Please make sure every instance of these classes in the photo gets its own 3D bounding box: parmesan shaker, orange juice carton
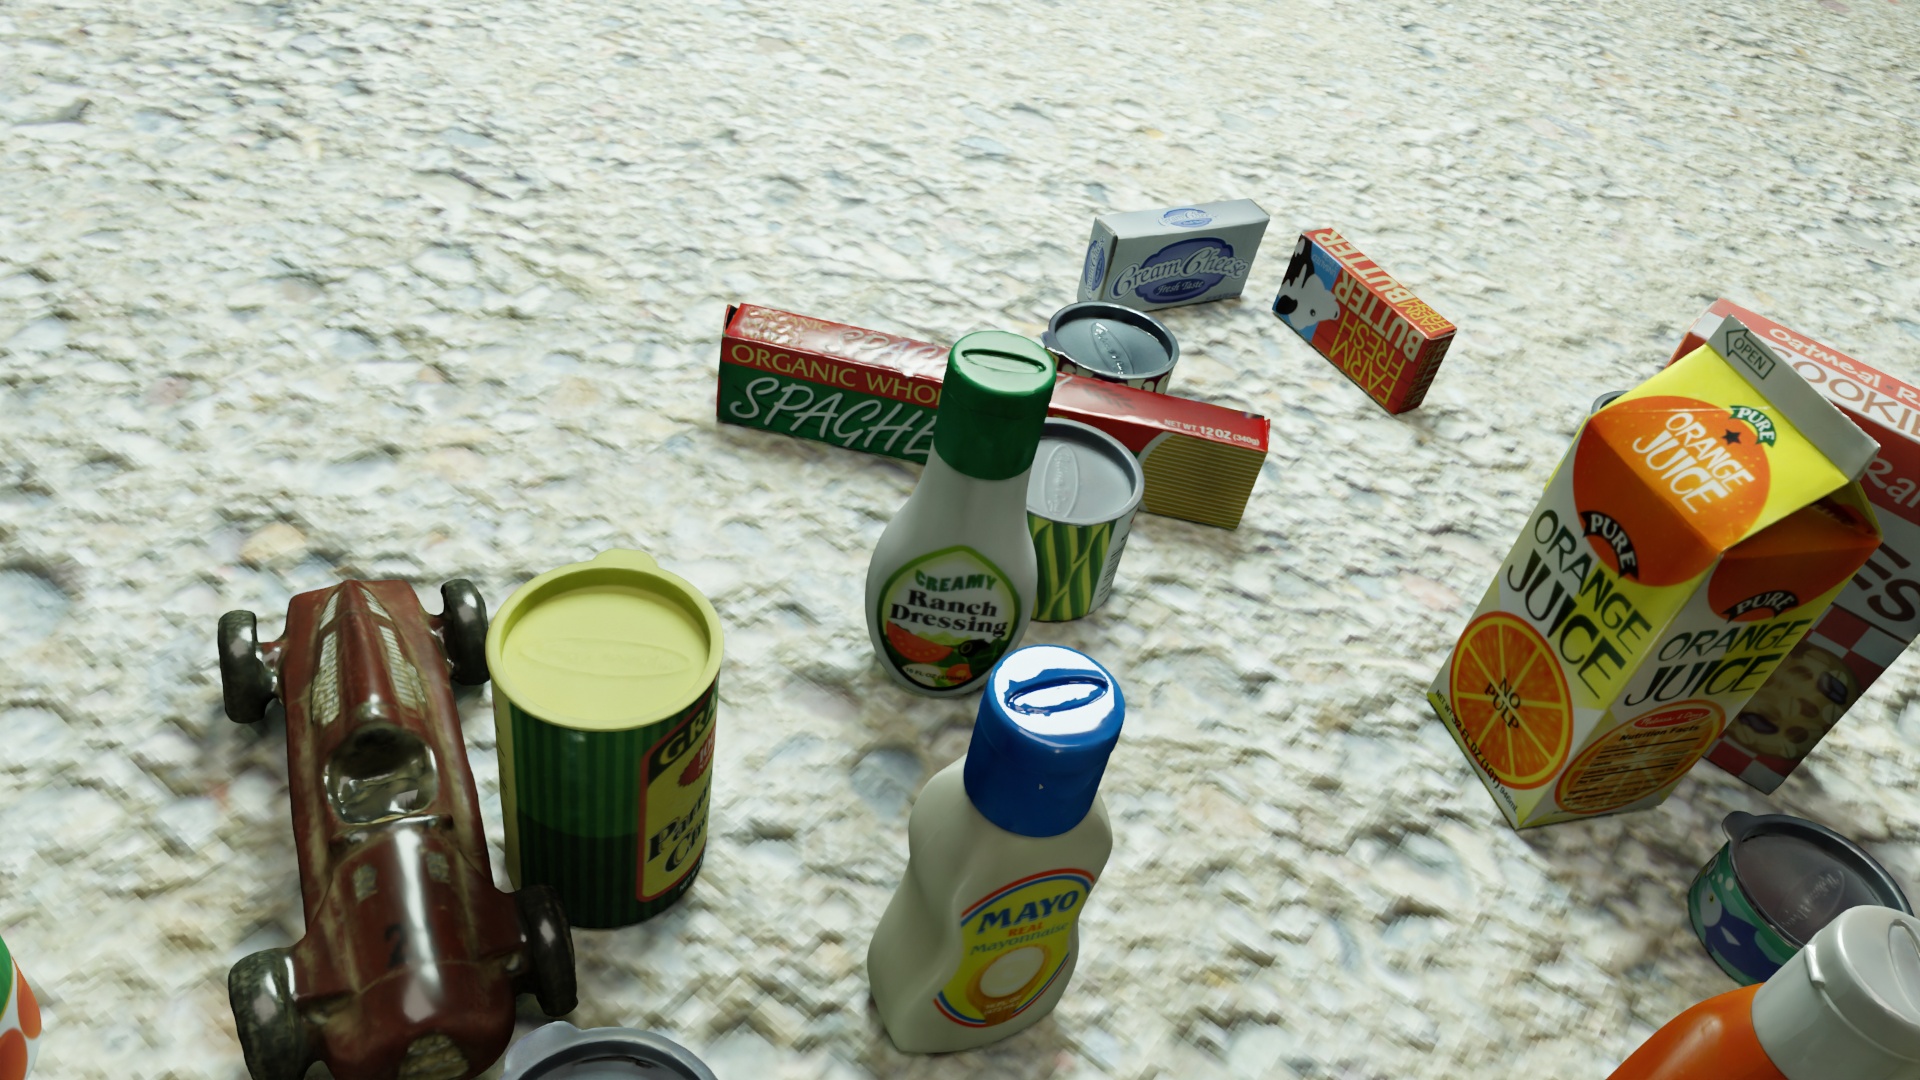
[{"bbox_3d":[-0.109,0.063,0.433,0.071,0.102,0.072,7,42,-6],"label":"parmesan shaker"},{"bbox_3d":[0.252,0.017,0.504,0.073,0.191,0.072,-5,45,-18],"label":"orange juice carton"}]

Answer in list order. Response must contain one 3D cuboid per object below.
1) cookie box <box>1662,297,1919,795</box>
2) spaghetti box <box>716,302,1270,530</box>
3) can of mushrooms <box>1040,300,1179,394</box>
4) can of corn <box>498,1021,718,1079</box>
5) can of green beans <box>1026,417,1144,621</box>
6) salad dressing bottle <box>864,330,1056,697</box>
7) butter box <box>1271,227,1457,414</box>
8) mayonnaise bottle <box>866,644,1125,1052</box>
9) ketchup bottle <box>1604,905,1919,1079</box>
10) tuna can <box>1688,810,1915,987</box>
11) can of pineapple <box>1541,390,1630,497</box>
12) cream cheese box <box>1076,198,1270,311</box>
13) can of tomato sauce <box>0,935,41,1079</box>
[{"bbox_3d":[0.311,0.005,0.550,0.123,0.166,0.040,35,46,23],"label":"cookie box"},{"bbox_3d":[0.012,-0.056,0.631,0.250,0.049,0.029,12,42,-1],"label":"spaghetti box"},{"bbox_3d":[0.071,-0.088,0.693,0.071,0.033,0.071,7,42,-6],"label":"can of mushrooms"},{"bbox_3d":[-0.093,0.168,0.357,0.071,0.058,0.071,7,42,-6],"label":"can of corn"},{"bbox_3d":[0.038,-0.009,0.580,0.071,0.057,0.071,7,42,-6],"label":"can of green beans"},{"bbox_3d":[0.002,-0.006,0.502,0.064,0.146,0.044,10,42,-3],"label":"salad dressing bottle"},{"bbox_3d":[0.215,-0.119,0.746,0.024,0.052,0.104,-16,49,-28],"label":"butter box"},{"bbox_3d":[0.012,0.092,0.398,0.065,0.147,0.041,-8,46,-22],"label":"mayonnaise bottle"},{"bbox_3d":[0.213,0.155,0.378,0.043,0.148,0.065,17,42,5],"label":"ketchup bottle"},{"bbox_3d":[0.304,0.135,0.507,0.071,0.032,0.071,7,42,-6],"label":"tuna can"},{"bbox_3d":[0.325,-0.030,0.672,0.071,0.057,0.071,7,42,-6],"label":"can of pineapple"},{"bbox_3d":[0.116,-0.155,0.761,0.104,0.053,0.024,-13,48,-25],"label":"cream cheese box"},{"bbox_3d":[-0.281,0.116,0.350,0.071,0.082,0.071,7,42,-6],"label":"can of tomato sauce"}]
